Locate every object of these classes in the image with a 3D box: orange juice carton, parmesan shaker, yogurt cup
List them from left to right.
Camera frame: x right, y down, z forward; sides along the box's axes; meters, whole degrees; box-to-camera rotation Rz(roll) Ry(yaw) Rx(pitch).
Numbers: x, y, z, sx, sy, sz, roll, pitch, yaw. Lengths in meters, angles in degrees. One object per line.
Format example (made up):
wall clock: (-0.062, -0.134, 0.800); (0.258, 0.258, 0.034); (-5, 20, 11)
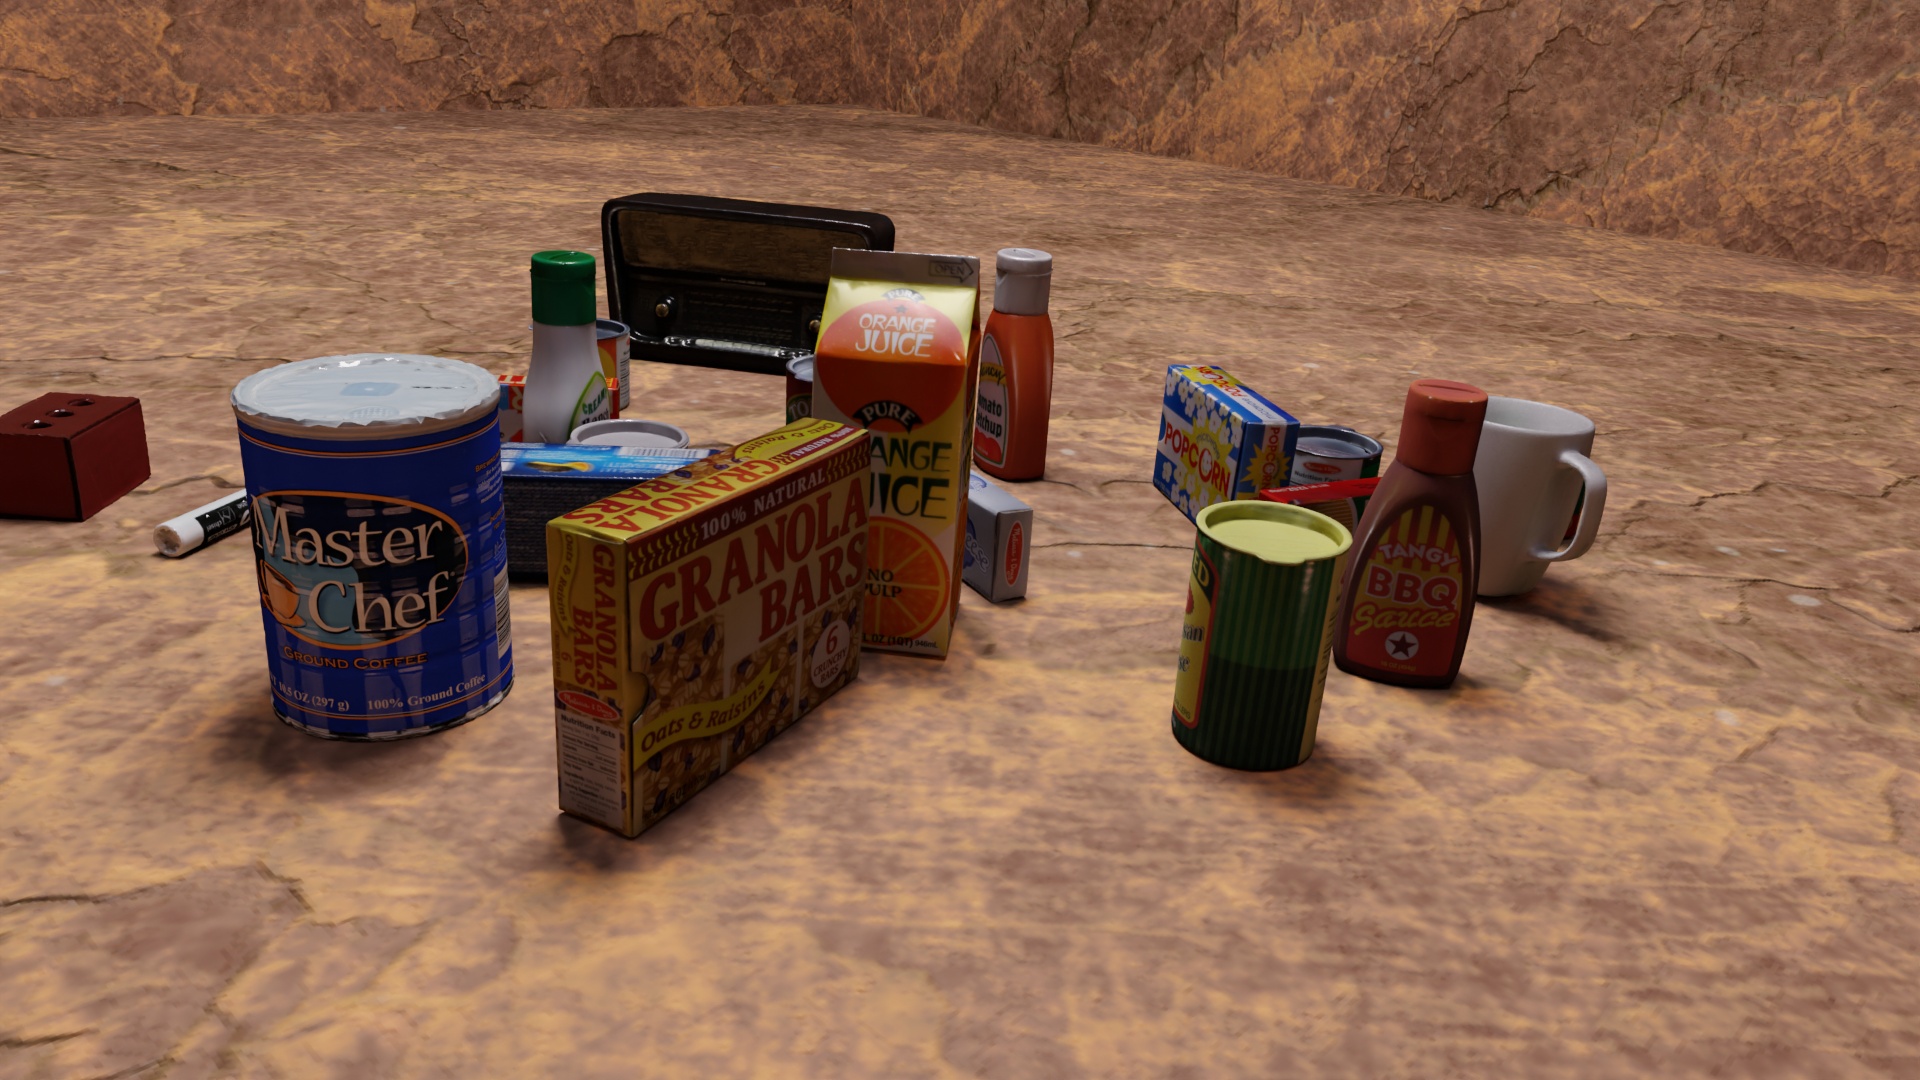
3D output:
yogurt cup: (-0.193, -0.036, 0.813); (0.072, 0.053, 0.073); (4, 22, -1)
orange juice carton: (-0.032, -0.046, 0.681); (0.072, 0.191, 0.073); (6, 22, 4)
parmesan shaker: (0.130, 0.043, 0.612); (0.071, 0.102, 0.071); (4, 22, -1)

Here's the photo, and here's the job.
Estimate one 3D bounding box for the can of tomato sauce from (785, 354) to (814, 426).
can of tomato sauce: (-0.078, -0.069, 0.875); (0.071, 0.082, 0.071); (4, 22, -1)

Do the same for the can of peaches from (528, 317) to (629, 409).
can of peaches: (-0.278, -0.128, 1.017); (0.071, 0.057, 0.071); (4, 22, -1)

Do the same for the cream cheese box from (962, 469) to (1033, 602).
cream cheese box: (0.003, -0.010, 0.783); (0.024, 0.053, 0.104); (-8, 25, -28)

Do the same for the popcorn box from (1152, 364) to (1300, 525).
popcorn box: (0.165, -0.054, 0.880); (0.038, 0.085, 0.127); (-1, 23, -14)

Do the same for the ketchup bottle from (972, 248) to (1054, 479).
ketchup bottle: (0.038, -0.119, 0.932); (0.043, 0.148, 0.065); (-6, 24, -24)

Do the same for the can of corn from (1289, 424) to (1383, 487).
can of corn: (0.231, -0.037, 0.886); (0.071, 0.058, 0.071); (4, 22, -1)

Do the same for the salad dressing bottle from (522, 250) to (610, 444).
salad dressing bottle: (-0.235, -0.097, 0.829); (0.044, 0.147, 0.064); (9, 22, 13)

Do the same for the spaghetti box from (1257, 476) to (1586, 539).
spaghetti box: (0.287, -0.015, 0.853); (0.251, 0.050, 0.029); (-7, 24, -26)

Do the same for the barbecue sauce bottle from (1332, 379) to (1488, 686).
barbecue sauce bottle: (0.226, -0.004, 0.682); (0.065, 0.148, 0.044); (10, 22, 14)

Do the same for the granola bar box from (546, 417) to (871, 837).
granola bar box: (-0.097, 0.028, 0.578); (0.039, 0.123, 0.166); (15, 24, 24)

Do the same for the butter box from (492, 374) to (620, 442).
butter box: (-0.274, -0.080, 0.905); (0.103, 0.053, 0.024); (0, 22, -9)
